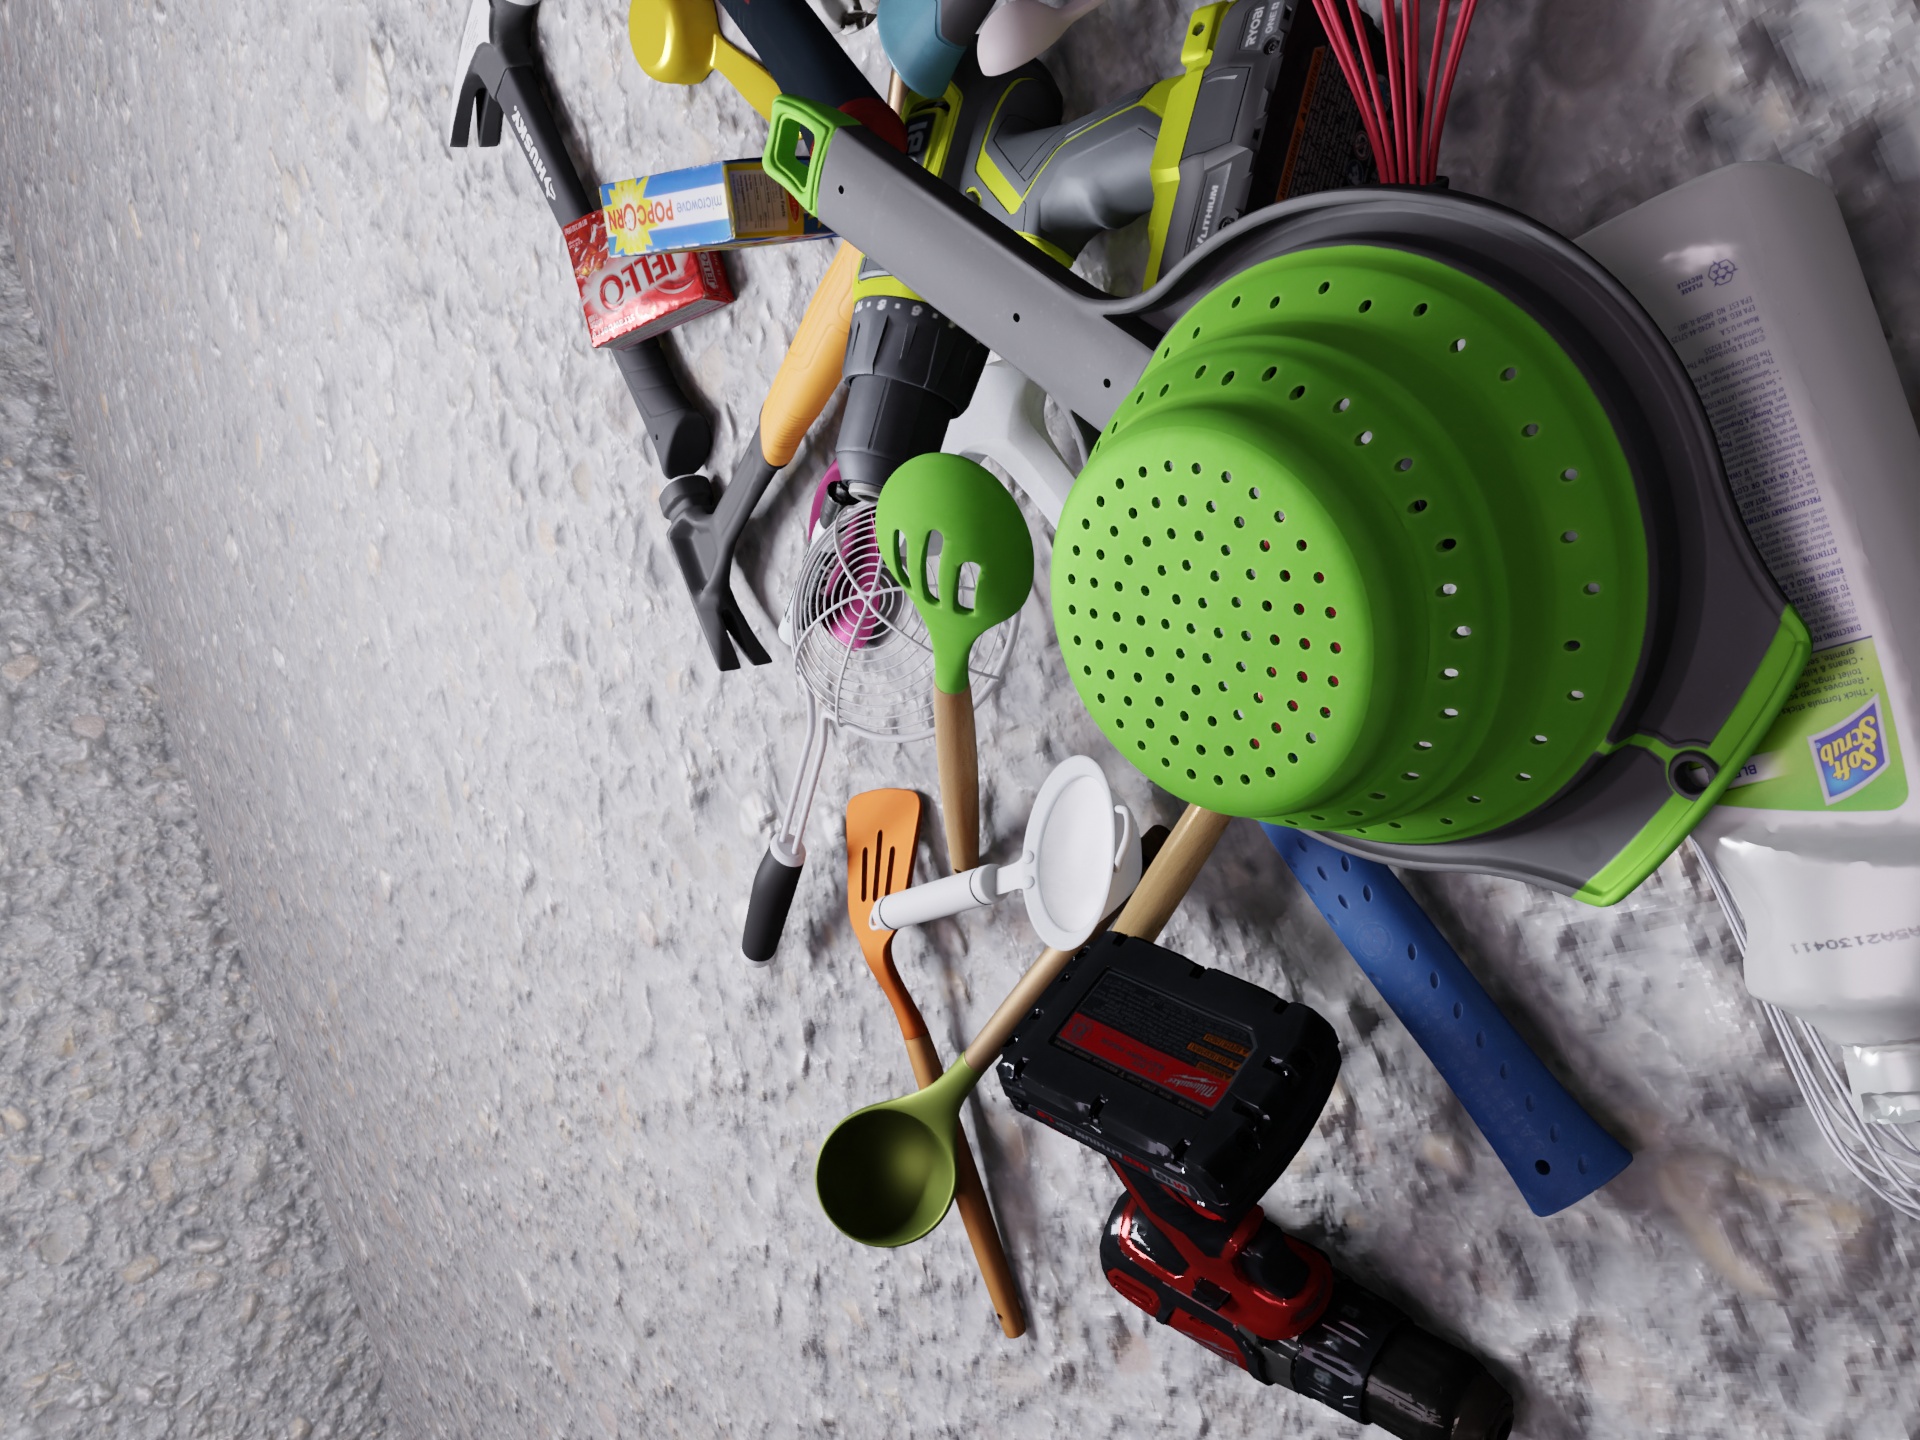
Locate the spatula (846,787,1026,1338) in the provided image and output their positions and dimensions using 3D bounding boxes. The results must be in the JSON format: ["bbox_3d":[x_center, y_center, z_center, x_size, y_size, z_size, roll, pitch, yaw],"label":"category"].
[{"bbox_3d":[-0.010,0.197,0.903,0.081,0.041,0.322,-9,100,56],"label":"spatula"}]

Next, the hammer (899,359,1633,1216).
[{"bbox_3d":[0.113,0.015,0.642,0.144,0.035,0.406,-46,68,31],"label":"hammer"}]

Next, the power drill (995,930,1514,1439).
[{"bbox_3d":[0.122,0.203,0.640,0.188,0.080,0.226,18,144,40],"label":"power drill"}]

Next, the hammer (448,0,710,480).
[{"bbox_3d":[-0.236,-0.298,0.990,0.146,0.035,0.335,-40,72,50],"label":"hammer"}]

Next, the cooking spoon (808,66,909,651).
[{"bbox_3d":[-0.044,-0.178,0.802,0.069,0.017,0.318,39,132,39],"label":"cooking spoon"}]

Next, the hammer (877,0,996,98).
[{"bbox_3d":[0.068,-0.356,0.528,0.331,0.033,0.128,-47,65,37],"label":"hammer"}]

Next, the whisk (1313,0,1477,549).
[{"bbox_3d":[0.137,-0.185,0.488,0.073,0.073,0.295,18,126,48],"label":"whisk"}]

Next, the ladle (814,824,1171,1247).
[{"bbox_3d":[0.016,0.165,0.804,0.078,0.062,0.320,35,126,2],"label":"ladle"}]

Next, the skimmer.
[{"bbox_3d":[-0.062,0.027,0.882,0.127,0.090,0.363,49,144,22],"label":"skimmer"}]

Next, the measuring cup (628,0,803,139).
[{"bbox_3d":[-0.130,-0.345,0.838,0.157,0.029,0.062,48,137,32],"label":"measuring cup"}]

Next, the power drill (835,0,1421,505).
[{"bbox_3d":[0.042,-0.173,0.599,0.229,0.080,0.190,10,83,49],"label":"power drill"}]

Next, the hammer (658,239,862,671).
[{"bbox_3d":[-0.086,-0.156,0.826,0.336,0.034,0.127,-49,58,53],"label":"hammer"}]

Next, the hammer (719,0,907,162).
[{"bbox_3d":[-0.107,-0.371,0.728,0.387,0.038,0.143,60,143,37],"label":"hammer"}]

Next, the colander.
[{"bbox_3d":[0.039,-0.088,0.478,0.397,0.094,0.204,42,135,26],"label":"colander"}]

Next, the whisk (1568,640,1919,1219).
[{"bbox_3d":[0.237,0.027,0.494,0.285,0.070,0.070,61,142,24],"label":"whisk"}]

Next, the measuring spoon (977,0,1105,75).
[{"bbox_3d":[0.057,-0.275,0.571,0.018,0.124,0.034,52,-171,-33],"label":"measuring spoon"}]

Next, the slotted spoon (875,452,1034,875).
[{"bbox_3d":[-0.001,-0.002,0.717,0.070,0.031,0.313,24,151,16],"label":"slotted spoon"}]

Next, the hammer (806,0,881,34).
[{"bbox_3d":[-0.042,-0.516,0.654,0.146,0.038,0.410,4,106,50],"label":"hammer"}]

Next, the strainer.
[{"bbox_3d":[0.021,0.076,0.763,0.258,0.050,0.087,-24,59,54],"label":"strainer"}]

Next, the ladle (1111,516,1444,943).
[{"bbox_3d":[0.095,0.041,0.615,0.069,0.031,0.315,40,132,18],"label":"ladle"}]
